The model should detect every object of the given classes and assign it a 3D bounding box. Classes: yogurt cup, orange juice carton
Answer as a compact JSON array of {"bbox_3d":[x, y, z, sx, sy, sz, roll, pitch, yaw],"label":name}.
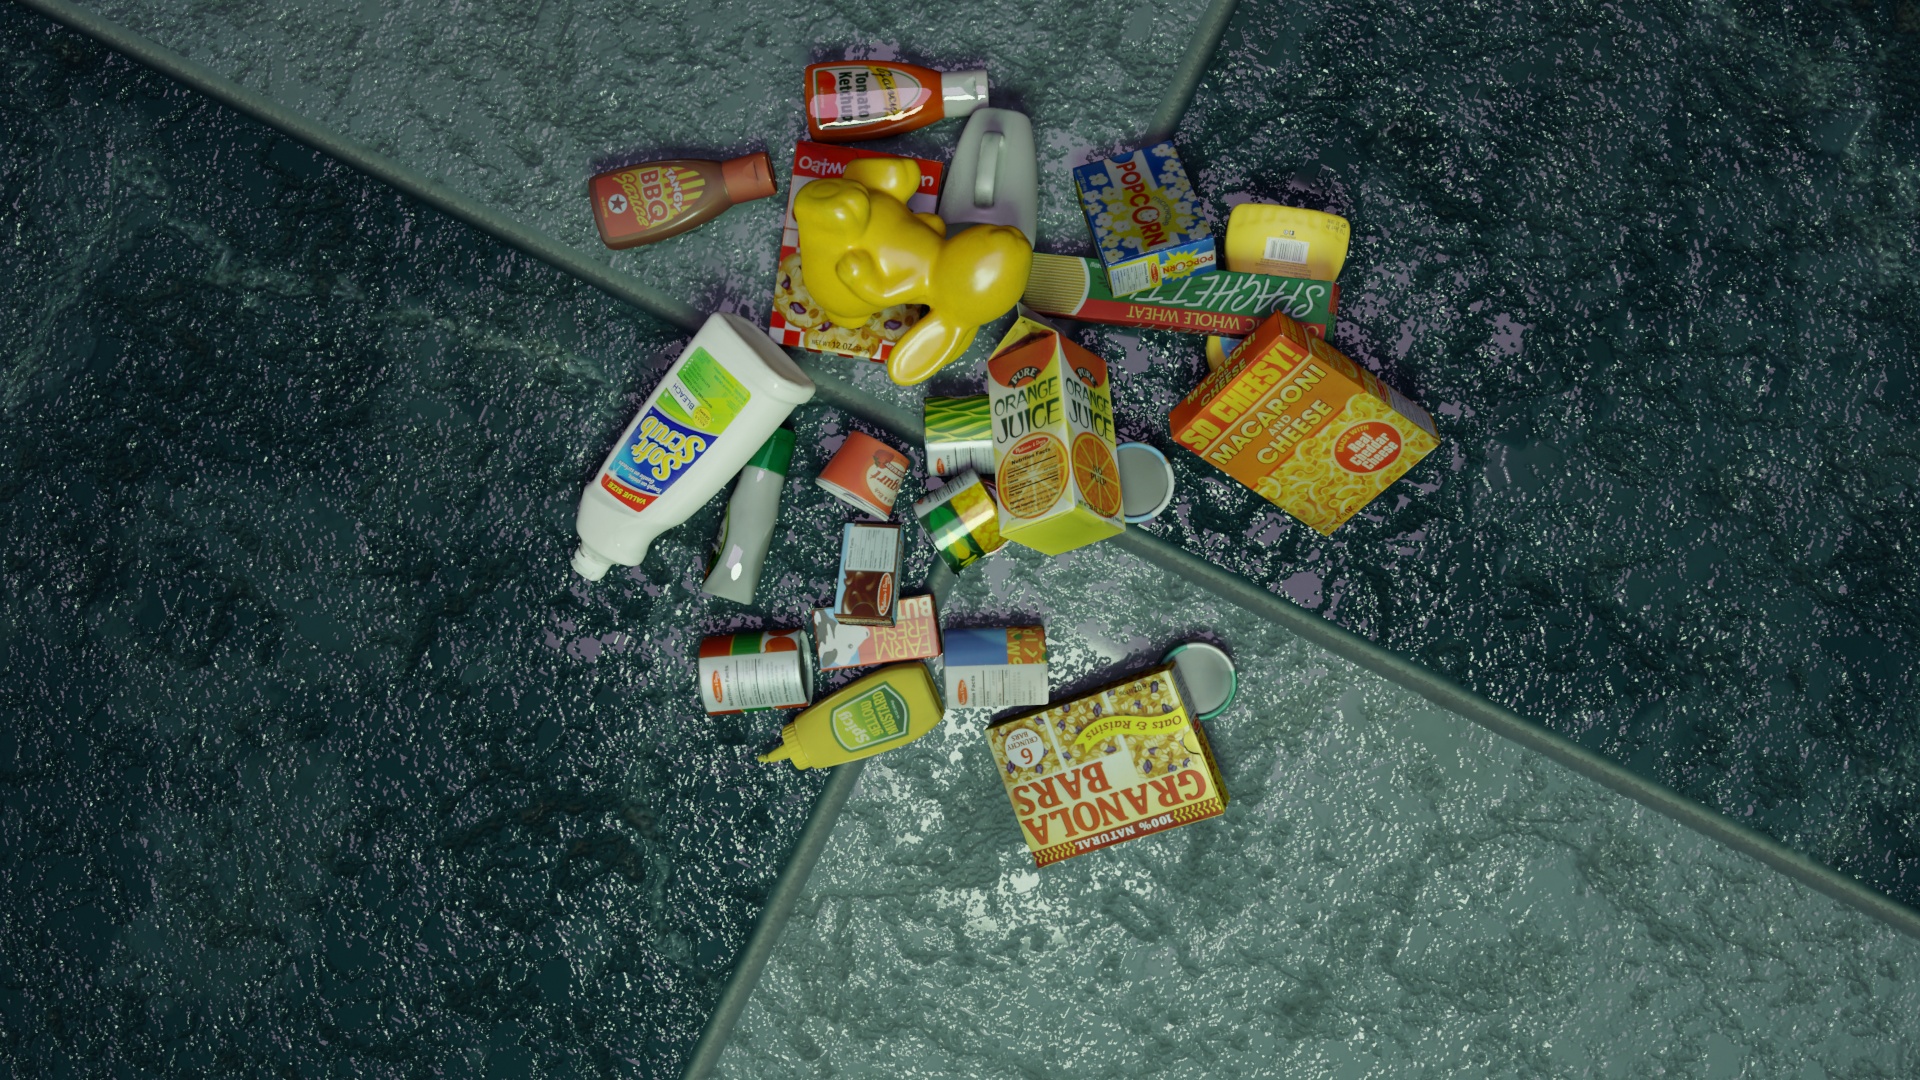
[{"bbox_3d":[-0.078,-0.055,1.139,0.072,0.072,0.054,28,86,2],"label":"yogurt cup"},{"bbox_3d":[0.072,-0.094,1.095,0.073,0.072,0.193,-19,64,34],"label":"orange juice carton"}]

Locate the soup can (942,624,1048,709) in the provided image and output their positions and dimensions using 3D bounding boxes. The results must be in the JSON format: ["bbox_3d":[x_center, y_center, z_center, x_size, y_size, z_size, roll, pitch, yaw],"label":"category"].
[{"bbox_3d":[0.028,0.101,1.138,0.084,0.071,0.071,-3,92,1],"label":"soup can"}]

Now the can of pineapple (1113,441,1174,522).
[{"bbox_3d":[0.137,-0.048,1.130,0.071,0.058,0.071,0,92,3],"label":"can of pineapple"}]

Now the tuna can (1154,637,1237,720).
[{"bbox_3d":[0.193,0.117,1.146,0.071,0.033,0.071,0,92,3],"label":"tuna can"}]

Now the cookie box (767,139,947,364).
[{"bbox_3d":[-0.084,-0.235,1.144,0.123,0.040,0.167,9,93,3],"label":"cookie box"}]

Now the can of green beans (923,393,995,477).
[{"bbox_3d":[0.001,-0.086,1.132,0.058,0.071,0.071,-3,92,2],"label":"can of green beans"}]

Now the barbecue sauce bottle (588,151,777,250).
[{"bbox_3d":[-0.228,-0.287,1.148,0.148,0.043,0.065,-13,90,3],"label":"barbecue sauce bottle"}]

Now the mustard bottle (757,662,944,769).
[{"bbox_3d":[-0.095,0.155,1.153,0.160,0.049,0.065,-24,89,3],"label":"mustard bottle"}]

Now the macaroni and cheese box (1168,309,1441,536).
[{"bbox_3d":[0.265,-0.088,1.076,0.166,0.040,0.123,29,127,-21],"label":"macaroni and cheese box"}]

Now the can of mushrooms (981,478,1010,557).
[{"bbox_3d":[0.017,-0.020,1.150,0.071,0.033,0.071,0,92,4],"label":"can of mushrooms"}]

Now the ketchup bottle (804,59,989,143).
[{"bbox_3d":[-0.051,-0.362,1.137,0.149,0.043,0.064,-3,92,2],"label":"ketchup bottle"}]

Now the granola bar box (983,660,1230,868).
[{"bbox_3d":[0.118,0.183,1.130,0.165,0.039,0.124,-21,91,18],"label":"granola bar box"}]

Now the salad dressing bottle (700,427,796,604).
[{"bbox_3d":[-0.173,-0.023,1.148,0.044,0.064,0.147,17,84,-10],"label":"salad dressing bottle"}]

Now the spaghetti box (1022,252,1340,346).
[{"bbox_3d":[0.171,-0.192,1.102,0.250,0.029,0.050,10,93,21],"label":"spaghetti box"}]

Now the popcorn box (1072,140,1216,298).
[{"bbox_3d":[0.144,-0.255,1.099,0.085,0.038,0.127,-15,51,4],"label":"popcorn box"}]

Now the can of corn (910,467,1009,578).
[{"bbox_3d":[0.004,-0.014,1.100,0.058,0.071,0.071,-32,90,4],"label":"can of corn"}]

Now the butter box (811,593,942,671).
[{"bbox_3d":[-0.069,0.076,1.162,0.103,0.024,0.053,-7,91,3],"label":"butter box"}]

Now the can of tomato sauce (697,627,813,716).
[{"bbox_3d":[-0.168,0.107,1.149,0.083,0.071,0.071,-6,92,3],"label":"can of tomato sauce"}]

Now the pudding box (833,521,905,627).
[{"bbox_3d":[-0.075,0.028,1.142,0.050,0.030,0.084,3,69,6],"label":"pudding box"}]
